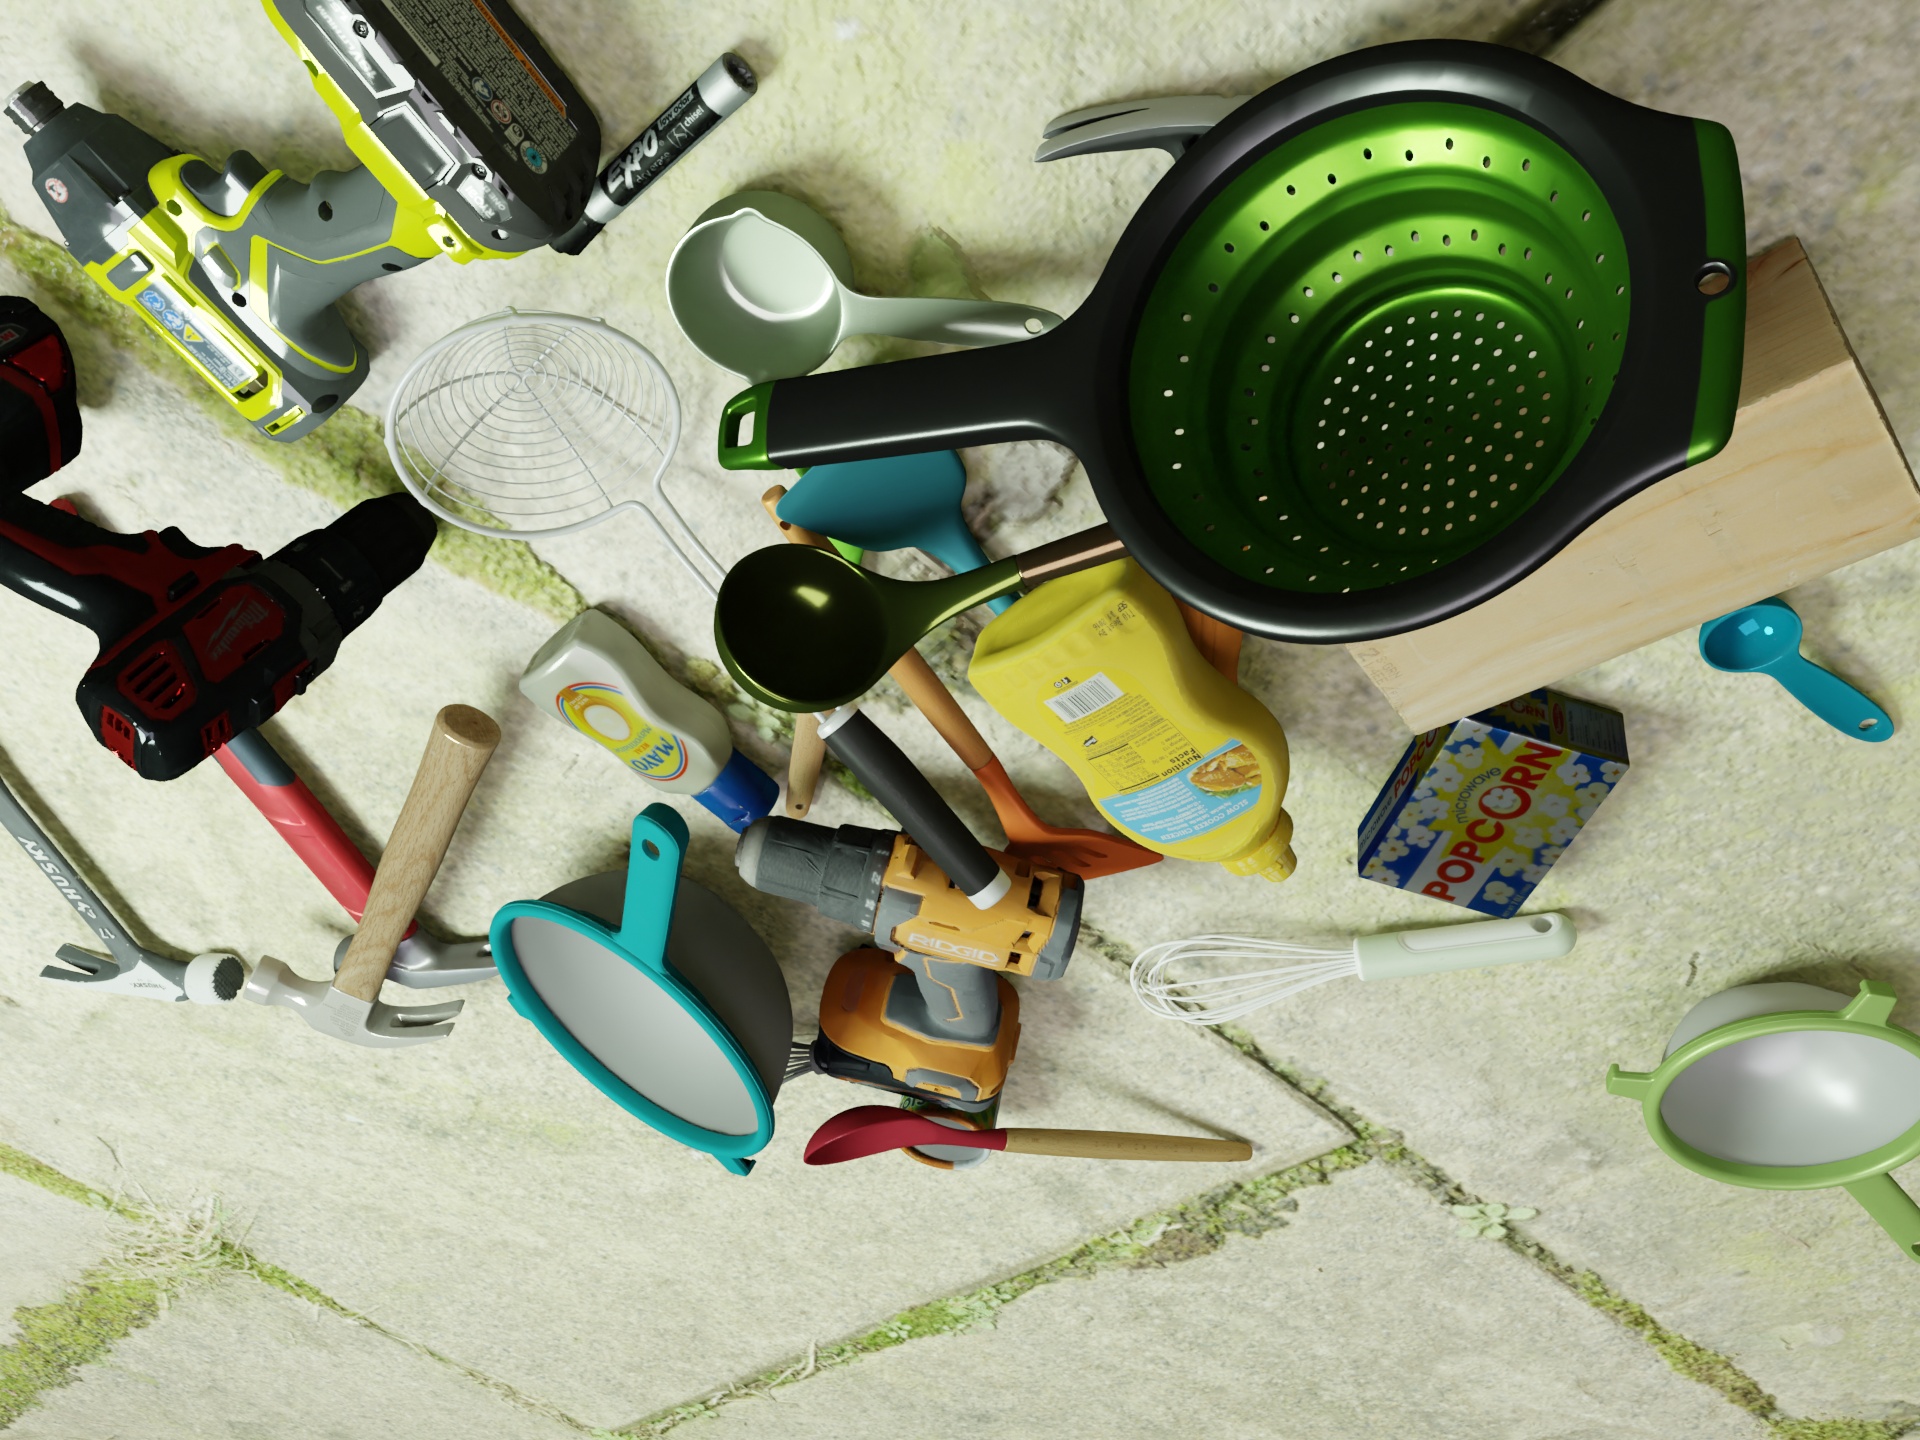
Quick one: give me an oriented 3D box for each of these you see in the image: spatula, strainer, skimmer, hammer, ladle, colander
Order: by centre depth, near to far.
[{"bbox_3d":[0.082,-0.118,0.600,0.397,0.204,0.094,-1,170,33],"label":"colander"},{"bbox_3d":[0.048,-0.075,0.664,0.320,0.078,0.062,-17,161,12],"label":"ladle"},{"bbox_3d":[0.104,-0.104,0.698,0.127,0.034,0.336,3,134,10],"label":"hammer"},{"bbox_3d":[-0.104,-0.034,0.736,0.127,0.090,0.363,-37,102,20],"label":"skimmer"},{"bbox_3d":[0.041,-0.031,0.774,0.082,0.044,0.317,-39,120,12],"label":"spatula"},{"bbox_3d":[-0.001,-0.003,0.806,0.081,0.041,0.322,-17,129,28],"label":"spatula"},{"bbox_3d":[0.484,0.218,0.887,0.151,0.069,0.256,-31,120,33],"label":"strainer"},{"bbox_3d":[-0.161,0.123,0.915,0.211,0.095,0.340,34,143,10],"label":"strainer"},{"bbox_3d":[-0.406,0.029,0.950,0.143,0.038,0.385,-9,130,20],"label":"hammer"},{"bbox_3d":[-0.337,0.104,0.959,0.130,0.031,0.331,26,131,-13],"label":"hammer"},{"bbox_3d":[0.051,0.267,1.008,0.315,0.031,0.069,9,144,-23],"label":"ladle"},{"bbox_3d":[-0.625,0.047,1.025,0.149,0.036,0.408,-2,132,17],"label":"hammer"}]

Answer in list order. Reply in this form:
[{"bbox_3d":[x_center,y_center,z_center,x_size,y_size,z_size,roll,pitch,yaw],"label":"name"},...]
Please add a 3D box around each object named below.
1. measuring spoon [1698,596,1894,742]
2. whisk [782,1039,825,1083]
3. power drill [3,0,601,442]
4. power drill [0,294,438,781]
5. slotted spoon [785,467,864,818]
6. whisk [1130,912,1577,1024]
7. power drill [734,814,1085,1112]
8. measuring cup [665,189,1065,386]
[{"bbox_3d":[0.382,-0.024,0.723,0.128,0.021,0.042,28,133,-25],"label":"measuring spoon"},{"bbox_3d":[-0.094,0.220,1.053,0.239,0.055,0.055,-11,129,17],"label":"whisk"},{"bbox_3d":[-0.274,-0.224,0.651,0.223,0.080,0.171,-19,126,32],"label":"power drill"},{"bbox_3d":[-0.386,-0.097,0.755,0.226,0.188,0.080,38,143,1],"label":"power drill"},{"bbox_3d":[-0.065,-0.051,0.796,0.070,0.031,0.313,2,138,-13],"label":"slotted spoon"},{"bbox_3d":[0.216,0.134,0.892,0.246,0.058,0.059,-10,122,16],"label":"whisk"},{"bbox_3d":[-0.038,0.134,0.907,0.185,0.084,0.226,14,145,1],"label":"power drill"},{"bbox_3d":[-0.037,-0.178,0.662,0.167,0.038,0.083,7,134,5],"label":"measuring cup"}]
